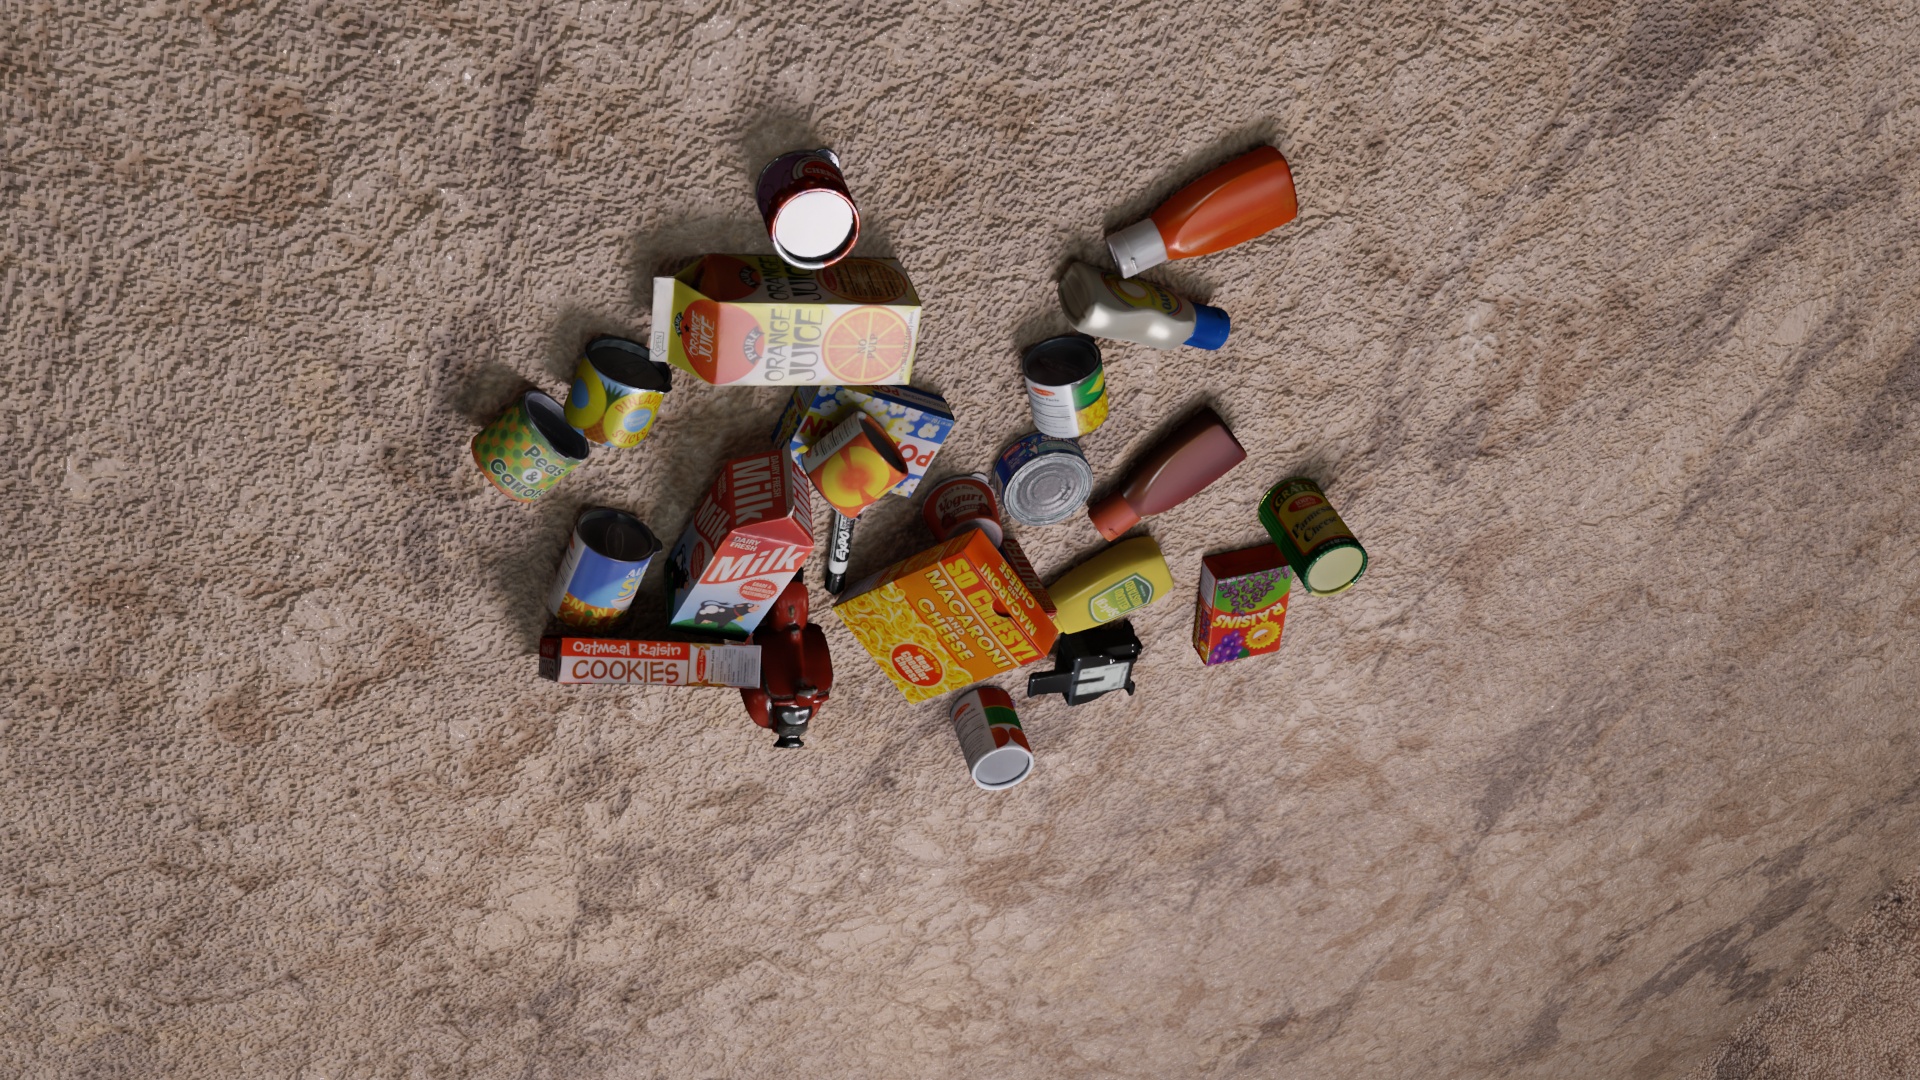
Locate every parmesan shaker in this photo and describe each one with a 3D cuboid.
[{"bbox_3d":[0.339,-0.005,1.328,0.071,0.103,0.071,-10,132,-12],"label":"parmesan shaker"}]

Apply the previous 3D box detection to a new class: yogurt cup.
[{"bbox_3d":[0.004,-0.015,1.230,0.072,0.054,0.072,-10,132,-11],"label":"yogurt cup"}]

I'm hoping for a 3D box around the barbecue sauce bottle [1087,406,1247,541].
[{"bbox_3d":[0.185,-0.056,1.269,0.148,0.044,0.064,-37,131,14],"label":"barbecue sauce bottle"}]

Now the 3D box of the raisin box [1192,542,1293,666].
[{"bbox_3d":[0.286,0.066,1.414,0.086,0.040,0.122,-12,131,-11],"label":"raisin box"}]

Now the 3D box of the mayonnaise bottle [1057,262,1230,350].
[{"bbox_3d":[0.153,-0.186,1.134,0.148,0.065,0.041,7,134,-30],"label":"mayonnaise bottle"}]

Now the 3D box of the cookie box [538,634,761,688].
[{"bbox_3d":[-0.269,0.104,1.192,0.168,0.123,0.040,5,85,-23],"label":"cookie box"}]

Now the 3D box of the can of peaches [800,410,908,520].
[{"bbox_3d":[-0.081,-0.058,1.097,0.058,0.071,0.071,-38,131,13],"label":"can of peaches"}]

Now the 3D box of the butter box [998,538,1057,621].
[{"bbox_3d":[0.051,0.050,1.269,0.024,0.104,0.052,4,127,-28],"label":"butter box"}]

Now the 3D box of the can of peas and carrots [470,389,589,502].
[{"bbox_3d":[-0.325,-0.069,1.050,0.058,0.071,0.071,-37,132,13],"label":"can of peas and carrots"}]

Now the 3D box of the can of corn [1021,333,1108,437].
[{"bbox_3d":[0.089,-0.129,1.157,0.071,0.071,0.058,-19,134,-4],"label":"can of corn"}]

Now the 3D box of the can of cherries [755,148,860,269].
[{"bbox_3d":[-0.108,-0.238,0.993,0.071,0.058,0.071,-10,132,-11],"label":"can of cherries"}]

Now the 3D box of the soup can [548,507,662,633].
[{"bbox_3d":[-0.294,0.026,1.146,0.071,0.071,0.083,12,125,-28],"label":"soup can"}]

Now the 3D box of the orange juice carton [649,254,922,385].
[{"bbox_3d":[-0.133,-0.164,1.037,0.193,0.073,0.071,-2,130,-18],"label":"orange juice carton"}]

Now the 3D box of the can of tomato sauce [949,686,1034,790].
[{"bbox_3d":[0.033,0.201,1.406,0.071,0.083,0.070,-10,132,-11],"label":"can of tomato sauce"}]

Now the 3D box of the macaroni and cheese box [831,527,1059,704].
[{"bbox_3d":[-0.015,0.071,1.227,0.166,0.040,0.123,-24,111,39],"label":"macaroni and cheese box"}]

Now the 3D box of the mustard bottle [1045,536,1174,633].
[{"bbox_3d":[0.124,0.054,1.337,0.160,0.049,0.065,-27,131,4],"label":"mustard bottle"}]

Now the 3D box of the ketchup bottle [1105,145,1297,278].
[{"bbox_3d":[0.190,-0.254,1.099,0.149,0.044,0.064,-24,132,1],"label":"ketchup bottle"}]

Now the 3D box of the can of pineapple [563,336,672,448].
[{"bbox_3d":[-0.256,-0.110,1.041,0.071,0.071,0.057,13,125,-29],"label":"can of pineapple"}]

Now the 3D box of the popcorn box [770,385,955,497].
[{"bbox_3d":[-0.079,-0.091,1.144,0.127,0.038,0.084,14,124,-30],"label":"popcorn box"}]

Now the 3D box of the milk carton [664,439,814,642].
[{"bbox_3d":[-0.176,0.001,1.135,0.073,0.073,0.189,12,138,-28],"label":"milk carton"}]
